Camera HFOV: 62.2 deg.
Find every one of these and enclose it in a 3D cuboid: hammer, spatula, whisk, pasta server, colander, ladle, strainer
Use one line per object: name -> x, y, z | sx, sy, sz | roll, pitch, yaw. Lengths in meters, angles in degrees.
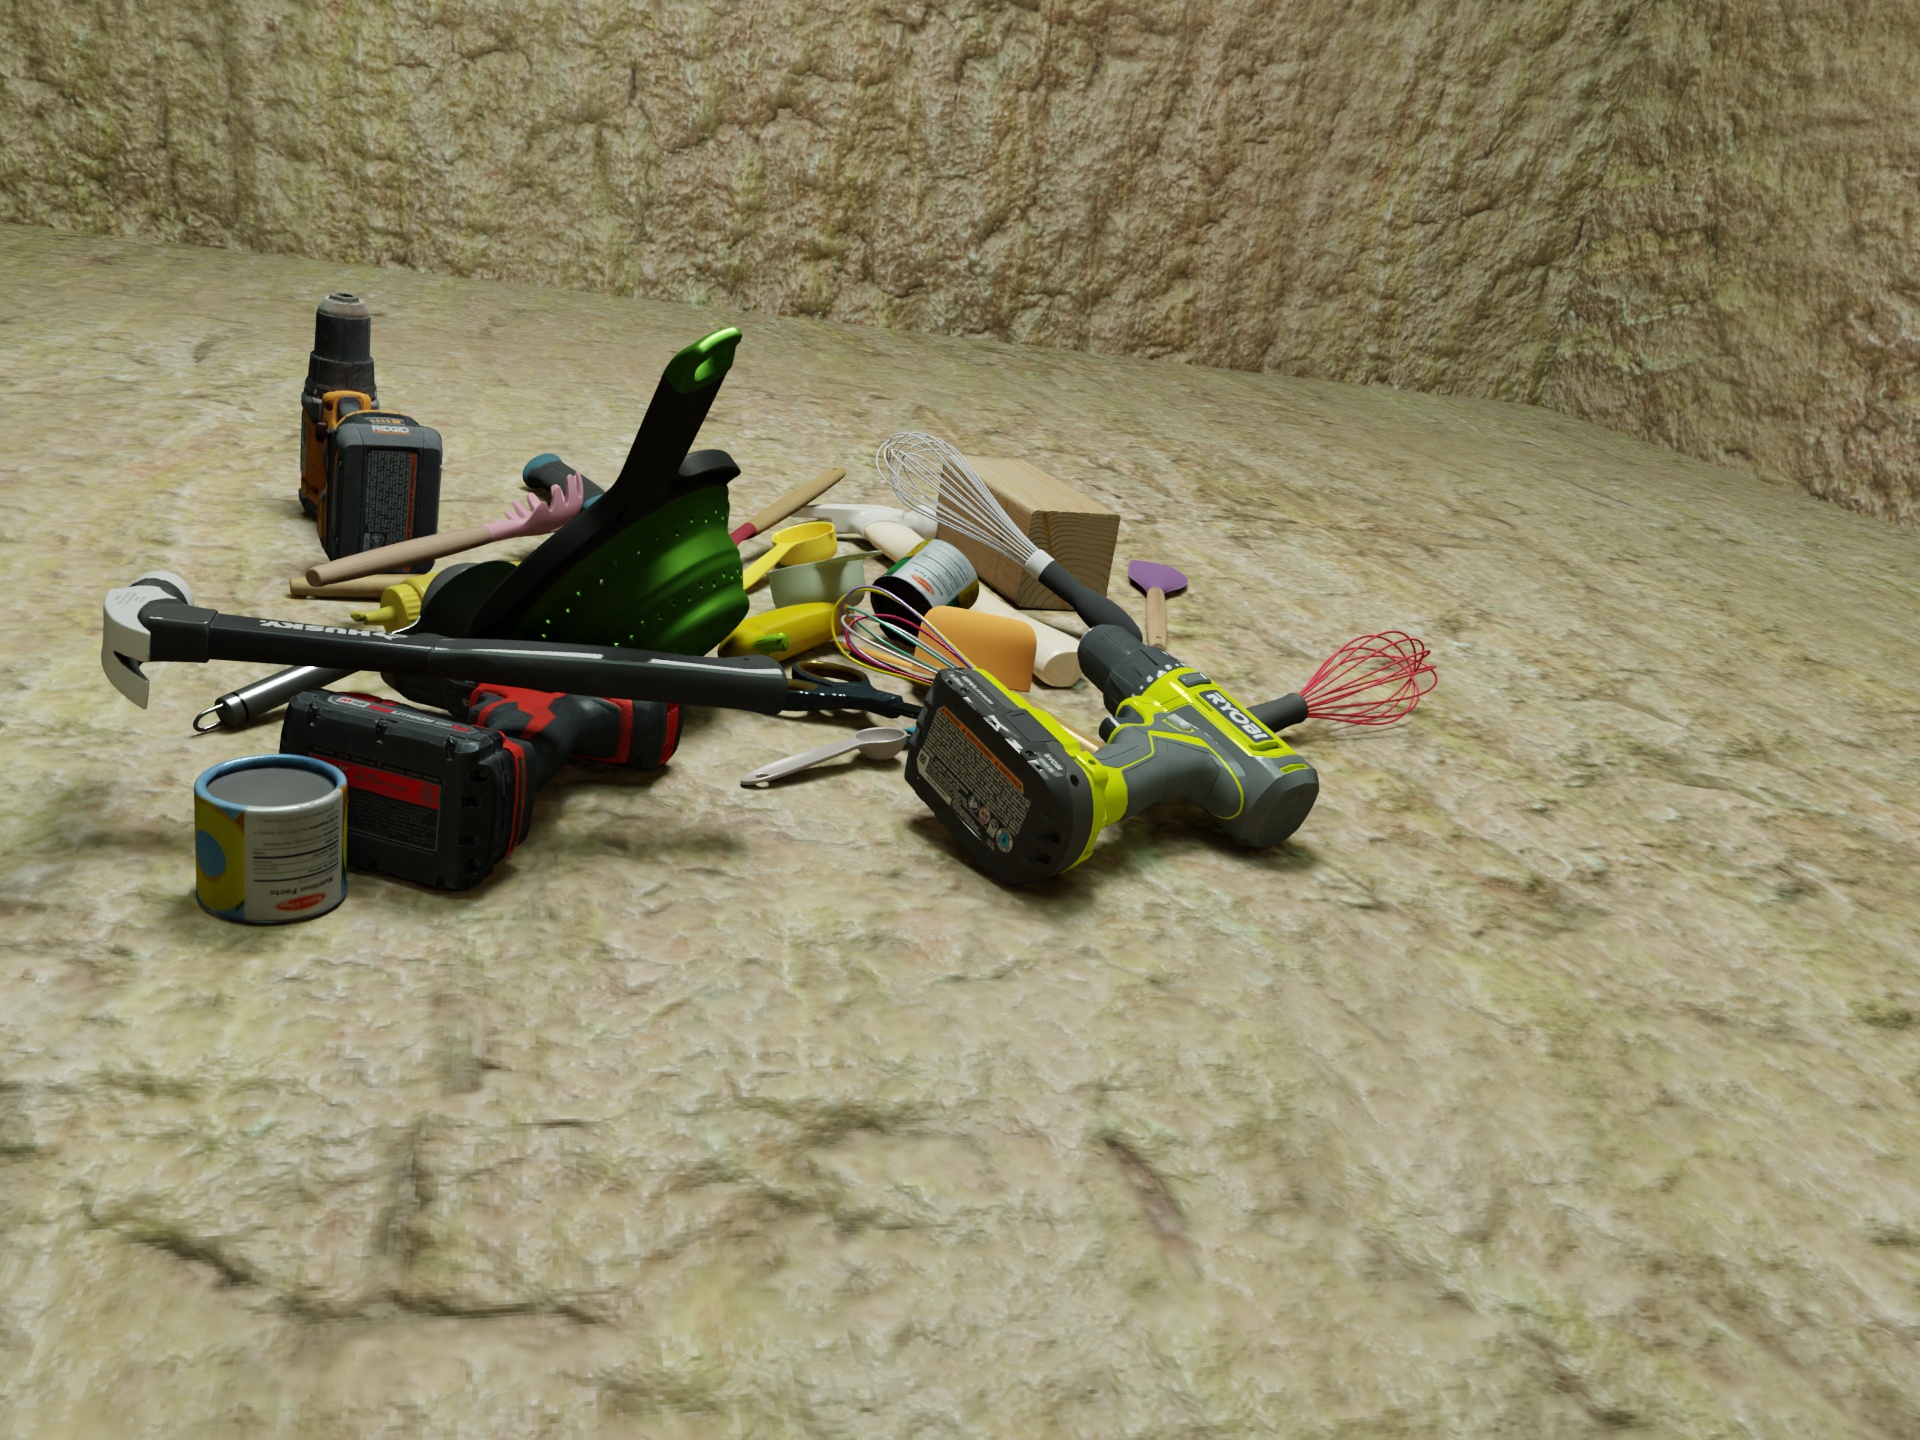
hammer -> -0.254, -0.030, 0.811 | 0.334, 0.035, 0.146 | 5, 15, -19
spatula -> 0.180, -0.108, 1.449 | 0.060, 0.018, 0.316 | 11, 19, 3
hammer -> -0.326, -0.192, 1.403 | 0.128, 0.033, 0.331 | -25, 29, -20
whisk -> 0.261, -0.014, 1.182 | 0.295, 0.073, 0.073 | -17, 32, -39
whisk -> 0.011, -0.018, 1.068 | 0.245, 0.051, 0.047 | 31, 66, 20
pasta server -> -0.375, -0.141, 1.184 | 0.060, 0.040, 0.316 | -19, 8, 24
whisk -> 0.043, -0.152, 1.346 | 0.285, 0.070, 0.070 | 40, 28, 11
hammer -> -0.017, -0.116, 1.362 | 0.146, 0.038, 0.411 | -3, 23, -25
colander -> -0.174, -0.101, 0.955 | 0.204, 0.094, 0.397 | -37, -1, -29
ladle -> -0.176, -0.178, 1.412 | 0.069, 0.031, 0.315 | 5, 26, 23
strainer -> -0.363, -0.049, 0.992 | 0.050, 0.086, 0.258 | 37, 39, 15
ladle -> -0.330, -0.113, 1.193 | 0.320, 0.062, 0.078 | -2, 16, -21

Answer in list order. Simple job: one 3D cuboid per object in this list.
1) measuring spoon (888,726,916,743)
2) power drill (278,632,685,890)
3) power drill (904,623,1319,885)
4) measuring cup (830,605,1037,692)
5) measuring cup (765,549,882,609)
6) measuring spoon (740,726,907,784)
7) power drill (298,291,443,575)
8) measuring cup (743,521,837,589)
measuring spoon -> -0.002, -0.003, 1.082 | 0.042, 0.021, 0.128 | 25, 23, 36
power drill -> -0.277, 0.004, 0.875 | 0.188, 0.080, 0.227 | 13, 18, 11
power drill -> 0.082, 0.011, 0.961 | 0.228, 0.080, 0.191 | -9, 42, -41
measuring cup -> -0.023, -0.062, 1.169 | 0.174, 0.052, 0.095 | 15, 5, 32
measuring cup -> -0.093, -0.105, 1.215 | 0.083, 0.038, 0.167 | -10, 3, -25
measuring spoon -> -0.084, 0.027, 0.986 | 0.124, 0.018, 0.034 | -18, 22, -39
power drill -> -0.472, -0.225, 1.252 | 0.084, 0.185, 0.226 | -3, 26, -32
measuring cup -> -0.155, -0.131, 1.366 | 0.062, 0.029, 0.156 | 1, 28, 25
